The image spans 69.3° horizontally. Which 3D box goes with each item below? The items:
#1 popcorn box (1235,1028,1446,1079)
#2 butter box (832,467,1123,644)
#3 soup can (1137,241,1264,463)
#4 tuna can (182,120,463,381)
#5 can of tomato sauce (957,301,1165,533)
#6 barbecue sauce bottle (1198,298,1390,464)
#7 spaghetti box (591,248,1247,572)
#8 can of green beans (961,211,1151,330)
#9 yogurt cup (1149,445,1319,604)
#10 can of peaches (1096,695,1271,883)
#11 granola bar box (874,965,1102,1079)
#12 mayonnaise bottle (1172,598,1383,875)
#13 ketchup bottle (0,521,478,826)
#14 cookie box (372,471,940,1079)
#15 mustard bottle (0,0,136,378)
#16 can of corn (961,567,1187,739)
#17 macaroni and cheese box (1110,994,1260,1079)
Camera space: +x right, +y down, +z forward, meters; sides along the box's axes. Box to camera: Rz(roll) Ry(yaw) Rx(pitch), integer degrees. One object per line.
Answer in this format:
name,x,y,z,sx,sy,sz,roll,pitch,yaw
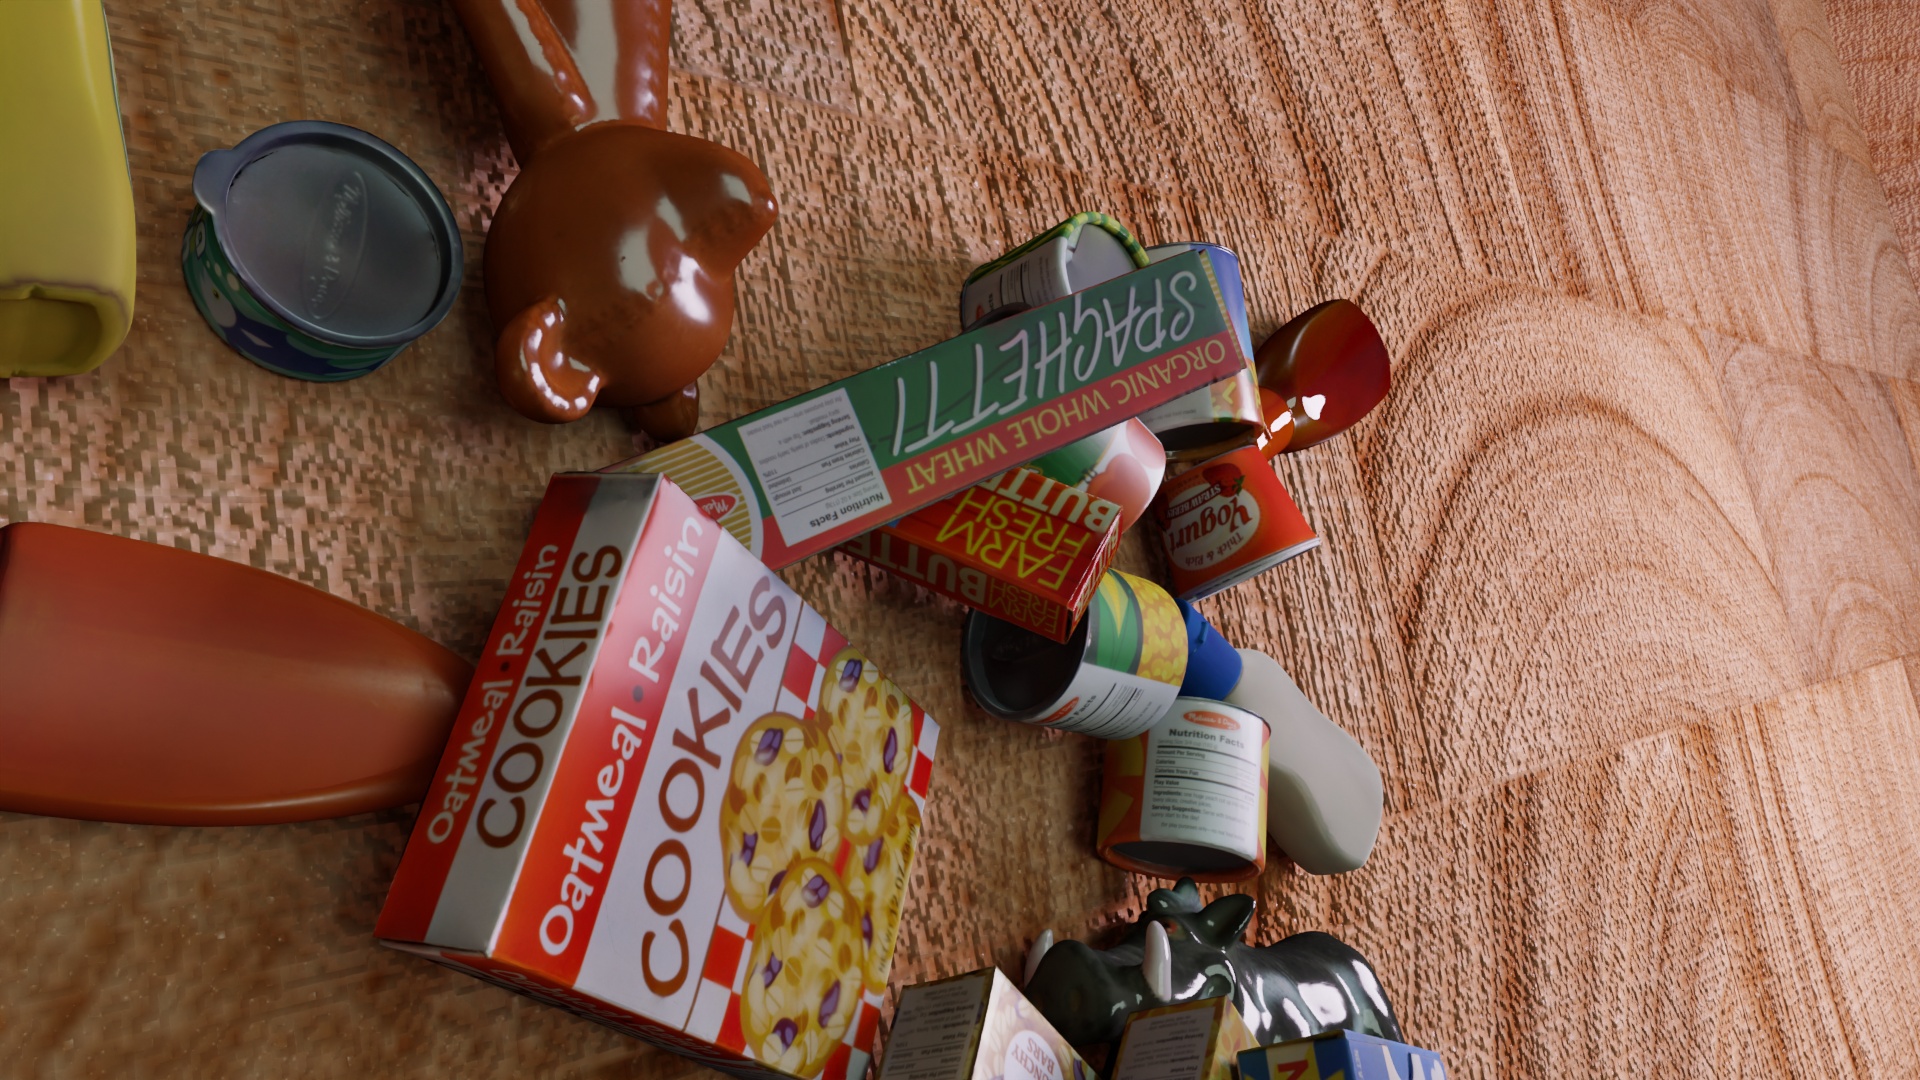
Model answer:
popcorn box,0.127,0.218,0.413,0.085,0.038,0.127,31,46,-46
butter box,0.002,-0.006,0.493,0.103,0.024,0.053,22,50,14
soup can,0.100,-0.083,0.631,0.071,0.071,0.084,6,72,-43
tuna can,-0.179,-0.080,0.385,0.071,0.032,0.071,17,64,-39
can of tomato sauce,0.030,-0.040,0.548,0.083,0.071,0.071,42,51,-26
barbecue sauce bottle,0.169,-0.074,0.710,0.149,0.043,0.065,-34,100,-44
spaghetti box,-0.011,-0.038,0.468,0.251,0.028,0.050,-24,95,-24
can of green beans,0.044,-0.098,0.587,0.071,0.057,0.071,17,64,-39
yogurt cup,0.119,-0.008,0.624,0.072,0.072,0.054,-16,79,-46
can of peaches,0.089,0.101,0.555,0.071,0.071,0.058,28,58,-34
granola bar box,0.029,0.229,0.413,0.165,0.039,0.125,52,34,-24
mayonnaise bottle,0.132,0.085,0.619,0.148,0.041,0.065,44,46,-22
ketchup bottle,-0.163,0.042,0.348,0.149,0.043,0.065,17,65,-39
cookie box,-0.070,0.075,0.389,0.167,0.040,0.123,50,45,-50
mustard bottle,-0.231,-0.121,0.330,0.049,0.065,0.160,-4,74,-40
can of corn,0.044,0.038,0.532,0.058,0.071,0.071,18,64,-40
macaroni and cheese box,0.075,0.239,0.397,0.123,0.040,0.167,57,32,-16
